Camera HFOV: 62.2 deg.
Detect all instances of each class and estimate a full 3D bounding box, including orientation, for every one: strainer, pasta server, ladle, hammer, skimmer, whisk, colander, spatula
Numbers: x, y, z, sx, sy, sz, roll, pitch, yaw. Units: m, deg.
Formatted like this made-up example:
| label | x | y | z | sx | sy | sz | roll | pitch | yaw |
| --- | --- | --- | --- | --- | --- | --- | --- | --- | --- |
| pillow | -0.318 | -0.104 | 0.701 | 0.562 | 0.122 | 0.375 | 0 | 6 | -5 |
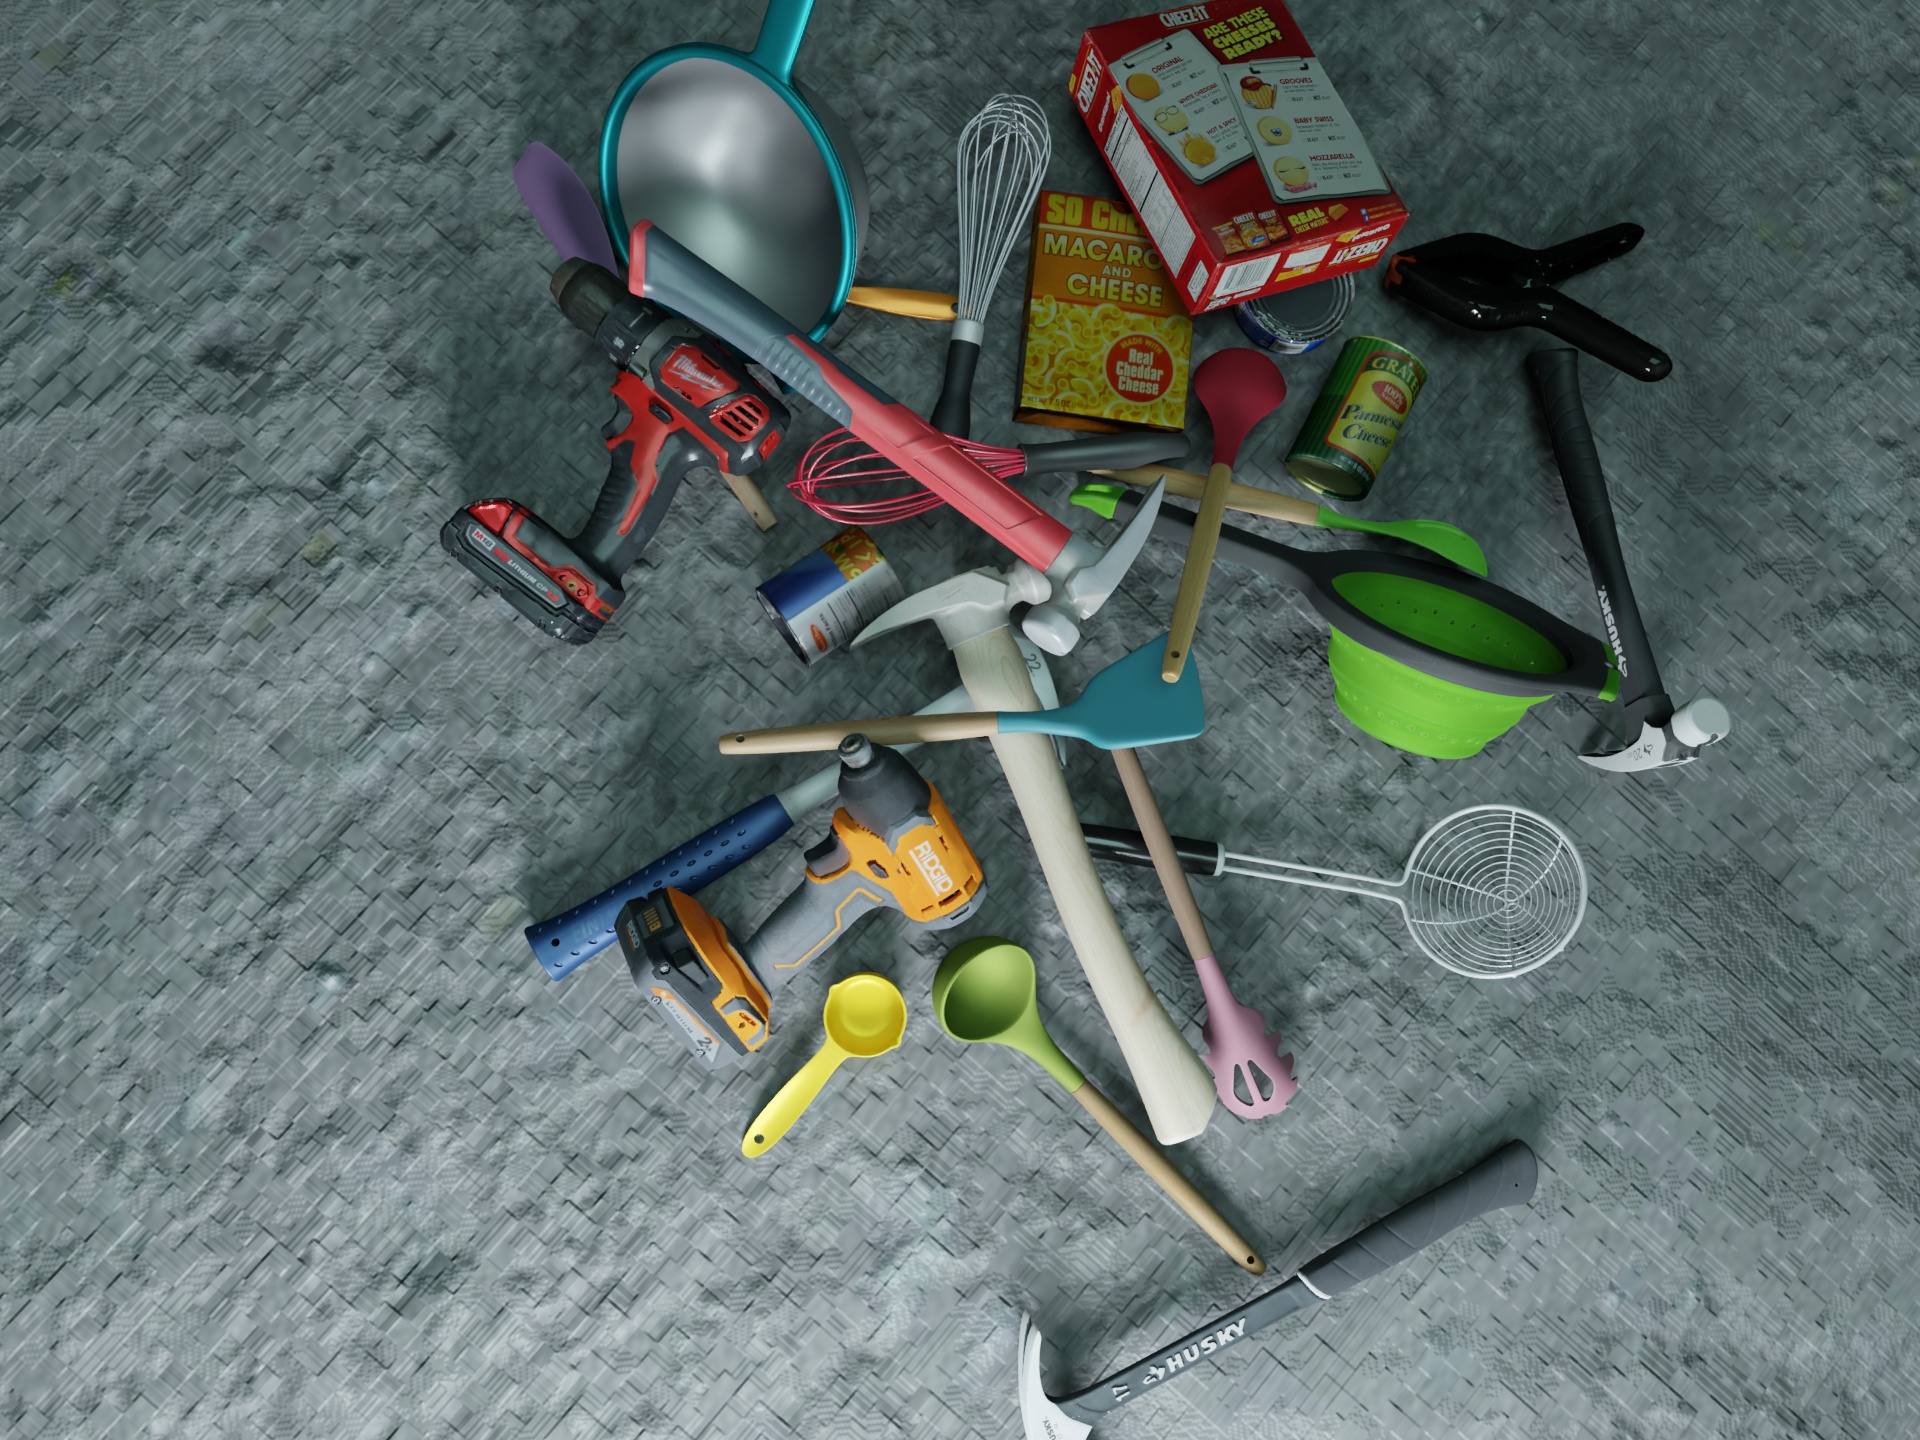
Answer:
| label | x | y | z | sx | sy | sz | roll | pitch | yaw |
| --- | --- | --- | --- | --- | --- | --- | --- | --- | --- |
| strainer | -0.115 | -0.401 | 1.048 | 0.211 | 0.340 | 0.095 | 38 | 43 | 8 |
| pasta server | 0.159 | 0.136 | 1.104 | 0.060 | 0.040 | 0.316 | -21 | 94 | 12 |
| ladle | 0.174 | -0.154 | 1.101 | 0.069 | 0.031 | 0.316 | 13 | 57 | 8 |
| hammer | 0.225 | 0.395 | 1.101 | 0.409 | 0.036 | 0.149 | -24 | 103 | -12 |
| skimmer | 0.248 | 0.100 | 1.117 | 0.363 | 0.090 | 0.127 | 9 | 72 | -5 |
| hammer | 0.063 | 0.096 | 1.086 | 0.146 | 0.038 | 0.411 | -22 | 87 | -7 |
| whisk | 0.010 | -0.311 | 1.148 | 0.070 | 0.070 | 0.284 | 11 | 91 | -6 |
| ladle | 0.102 | 0.273 | 1.101 | 0.078 | 0.062 | 0.320 | -45 | 93 | -7 |
| colander | 0.255 | -0.067 | 1.134 | 0.397 | 0.204 | 0.094 | 21 | 117 | 11 |
| spatula | -0.002 | -0.003 | 1.051 | 0.317 | 0.044 | 0.082 | -5 | 62 | -3 |
| spatula | -0.221 | -0.270 | 1.128 | 0.018 | 0.060 | 0.316 | -36 | 93 | -46 |
| hammer | 0.469 | -0.123 | 1.167 | 0.035 | 0.146 | 0.335 | -6 | 73 | -8 |
| hammer | -0.110 | 0.061 | 1.107 | 0.405 | 0.035 | 0.144 | -31 | 88 | -9 |
| whisk | 0.024 | -0.181 | 1.115 | 0.295 | 0.073 | 0.073 | -8 | 85 | -14 |
| hammer | -0.047 | -0.211 | 1.046 | 0.386 | 0.038 | 0.143 | 36 | 75 | -5 |

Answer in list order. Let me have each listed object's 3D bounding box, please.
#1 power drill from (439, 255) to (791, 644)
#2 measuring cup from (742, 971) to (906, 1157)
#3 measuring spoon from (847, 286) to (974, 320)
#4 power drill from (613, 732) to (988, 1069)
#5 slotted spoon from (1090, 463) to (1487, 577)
| label | x | y | z | sx | sy | sz | roll | pitch | yaw |
| --- | --- | --- | --- | --- | --- | --- | --- | --- | --- |
| power drill | -0.251 | -0.185 | 1.081 | 0.188 | 0.080 | 0.227 | 40 | 88 | -1 |
| measuring cup | -0.097 | 0.239 | 1.100 | 0.062 | 0.029 | 0.156 | 41 | 93 | -2 |
| measuring spoon | -0.045 | -0.309 | 1.165 | 0.117 | 0.011 | 0.021 | 6 | 83 | -7 |
| power drill | -0.107 | 0.112 | 1.043 | 0.226 | 0.084 | 0.164 | -32 | 128 | -5 |
| slotted spoon | 0.236 | -0.157 | 1.166 | 0.314 | 0.070 | 0.031 | 13 | 106 | 0 |
